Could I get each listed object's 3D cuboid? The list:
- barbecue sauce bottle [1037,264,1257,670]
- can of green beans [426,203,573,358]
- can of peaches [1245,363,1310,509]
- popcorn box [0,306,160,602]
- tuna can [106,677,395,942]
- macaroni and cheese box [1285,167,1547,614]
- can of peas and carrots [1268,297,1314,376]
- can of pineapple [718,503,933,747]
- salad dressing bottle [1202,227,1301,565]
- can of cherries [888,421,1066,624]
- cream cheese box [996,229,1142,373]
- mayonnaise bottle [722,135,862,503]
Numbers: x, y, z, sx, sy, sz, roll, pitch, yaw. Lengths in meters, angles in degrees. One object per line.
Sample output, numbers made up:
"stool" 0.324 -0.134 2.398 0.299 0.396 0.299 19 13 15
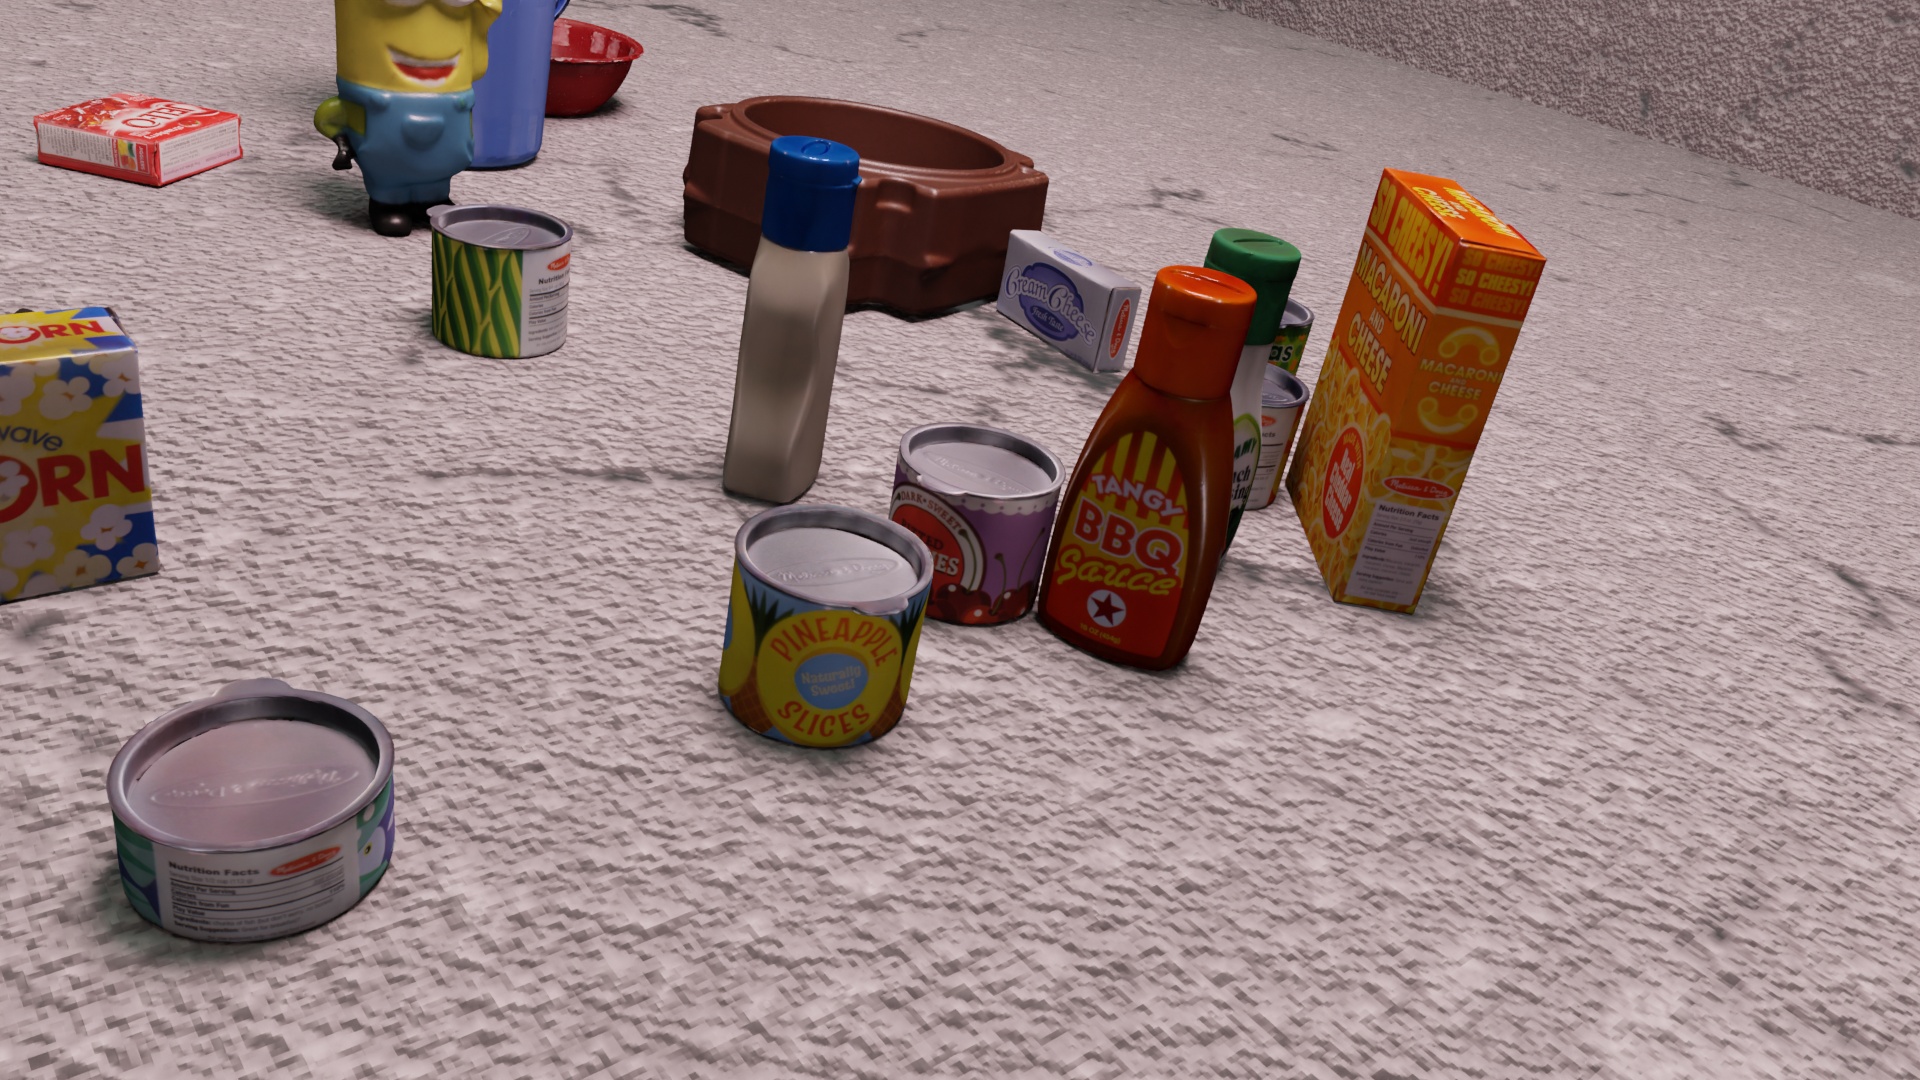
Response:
"barbecue sauce bottle" 0.073 -0.027 0.518 0.065 0.147 0.044 22 29 19
"can of green beans" -0.228 -0.129 0.690 0.071 0.057 0.071 9 28 -5
"can of peaches" 0.133 -0.056 0.692 0.071 0.057 0.071 9 28 -5
"popcorn box" -0.322 -0.021 0.425 0.127 0.084 0.038 -15 38 -41
"tuna can" -0.185 0.069 0.366 0.071 0.032 0.071 9 28 -5
"macaroni and cheese box" 0.198 -0.070 0.628 0.040 0.165 0.124 10 28 -4
"can of peas and carrots" 0.165 -0.109 0.802 0.071 0.058 0.071 9 28 -5
"can of pineapple" -0.046 0.029 0.467 0.071 0.057 0.071 9 28 -5
"salad dressing bottle" 0.104 -0.055 0.584 0.064 0.147 0.044 -10 35 -35
"can of cherries" 0.002 -0.007 0.551 0.071 0.058 0.072 9 28 -5
"cream cheese box" 0.063 -0.145 0.835 0.024 0.053 0.104 -9 34 -34
"mayonnaise bottle" -0.071 -0.093 0.587 0.041 0.147 0.065 13 28 2
